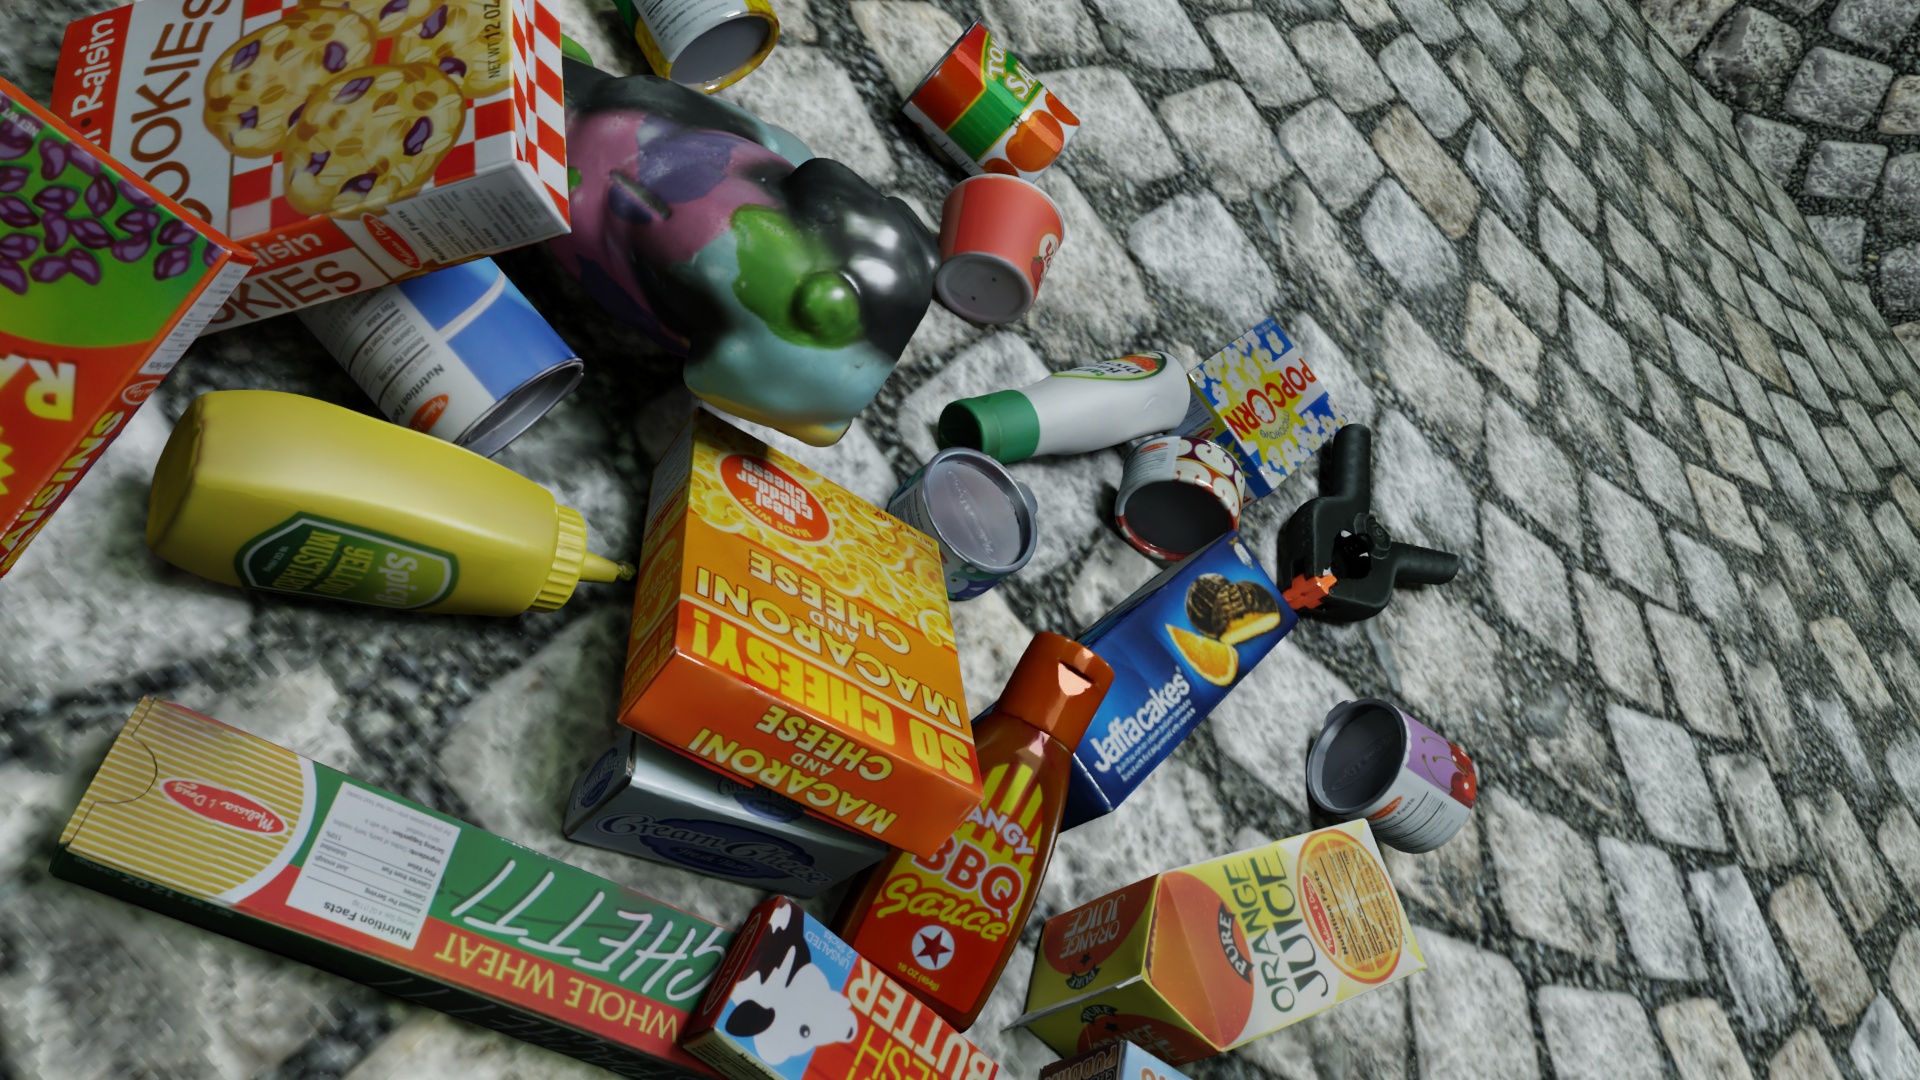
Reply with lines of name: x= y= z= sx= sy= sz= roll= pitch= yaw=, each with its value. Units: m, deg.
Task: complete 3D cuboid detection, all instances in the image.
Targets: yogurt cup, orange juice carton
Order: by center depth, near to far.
orange juice carton: x=0.108 y=0.177 z=0.595 sx=0.193 sy=0.071 sz=0.073 roll=-1 pitch=64 yaw=-42
yogurt cup: x=0.018 y=-0.153 z=0.740 sx=0.072 sy=0.072 sz=0.054 roll=30 pitch=55 yaw=-23

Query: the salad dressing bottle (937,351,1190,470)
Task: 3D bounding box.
salad dressing bottle: x=0.055 y=-0.067 z=0.721 sx=0.148 sy=0.064 sz=0.044 roll=-17 pitch=110 yaw=-38

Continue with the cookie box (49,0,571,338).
cookie box: x=-0.218 y=-0.139 z=0.462 sx=0.040 sy=0.167 sz=0.123 roll=64 pitch=13 yaw=-63

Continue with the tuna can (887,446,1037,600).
tuna can: x=0.002 y=-0.008 z=0.653 sx=0.071 sy=0.032 sz=0.071 roll=22 pitch=51 yaw=-30

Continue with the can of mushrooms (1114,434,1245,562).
can of mushrooms: x=0.118 y=-0.020 z=0.737 sx=0.071 sy=0.070 sz=0.034 roll=36 pitch=46 yaw=-18

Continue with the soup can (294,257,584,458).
soup can: x=-0.189 y=-0.076 z=0.507 sx=0.084 sy=0.071 sz=0.072 roll=49 pitch=43 yaw=-4

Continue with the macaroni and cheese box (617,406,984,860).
macaroni and cheese box: x=-0.059 y=0.030 z=0.525 sx=0.123 sy=0.040 sz=0.167 roll=30 pitch=24 yaw=-23

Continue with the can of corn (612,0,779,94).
can of corn: x=-0.130 y=-0.260 z=0.681 sx=0.071 sy=0.071 sz=0.058 roll=-24 pitch=81 yaw=-47

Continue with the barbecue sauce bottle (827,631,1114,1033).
barbecue sauce bottle: x=0.010 y=0.106 z=0.531 sx=0.065 sy=0.043 sz=0.149 roll=32 pitch=73 yaw=-6

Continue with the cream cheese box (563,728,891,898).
cream cheese box: x=-0.082 y=0.099 z=0.494 sx=0.104 sy=0.053 sz=0.024 roll=23 pitch=47 yaw=-29

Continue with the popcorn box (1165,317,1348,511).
popcorn box: x=0.178 y=-0.078 z=0.847 sx=0.085 sy=0.038 sz=0.127 roll=54 pitch=43 yaw=1

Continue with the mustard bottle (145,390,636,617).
mustard bottle: x=-0.180 y=-0.004 z=0.470 sx=0.160 sy=0.065 sz=0.049 roll=16 pitch=50 yaw=-38

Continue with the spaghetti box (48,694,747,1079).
spaghetti box: x=-0.145 y=0.125 z=0.439 sx=0.250 sy=0.028 sz=0.050 roll=30 pitch=47 yaw=-23

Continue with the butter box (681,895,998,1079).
butter box: x=-0.038 y=0.171 z=0.462 sx=0.103 sy=0.024 sz=0.053 roll=42 pitch=45 yaw=-15

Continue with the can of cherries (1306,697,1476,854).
can of cherries: x=0.229 y=0.124 z=0.739 sx=0.058 sy=0.071 sz=0.072 roll=30 pitch=47 yaw=-23

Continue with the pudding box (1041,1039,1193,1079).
pudding box: x=0.076 y=0.232 z=0.546 sx=0.083 sy=0.049 sz=0.030 roll=36 pitch=43 yaw=-18

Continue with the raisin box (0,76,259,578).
raisin box: x=-0.275 y=-0.058 z=0.388 sx=0.086 sy=0.040 sz=0.123 roll=38 pitch=87 yaw=-17

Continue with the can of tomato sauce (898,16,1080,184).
can of tomato sauce: x=0.018 y=-0.245 z=0.795 sx=0.083 sy=0.071 sz=0.071 roll=40 pitch=44 yaw=-14
